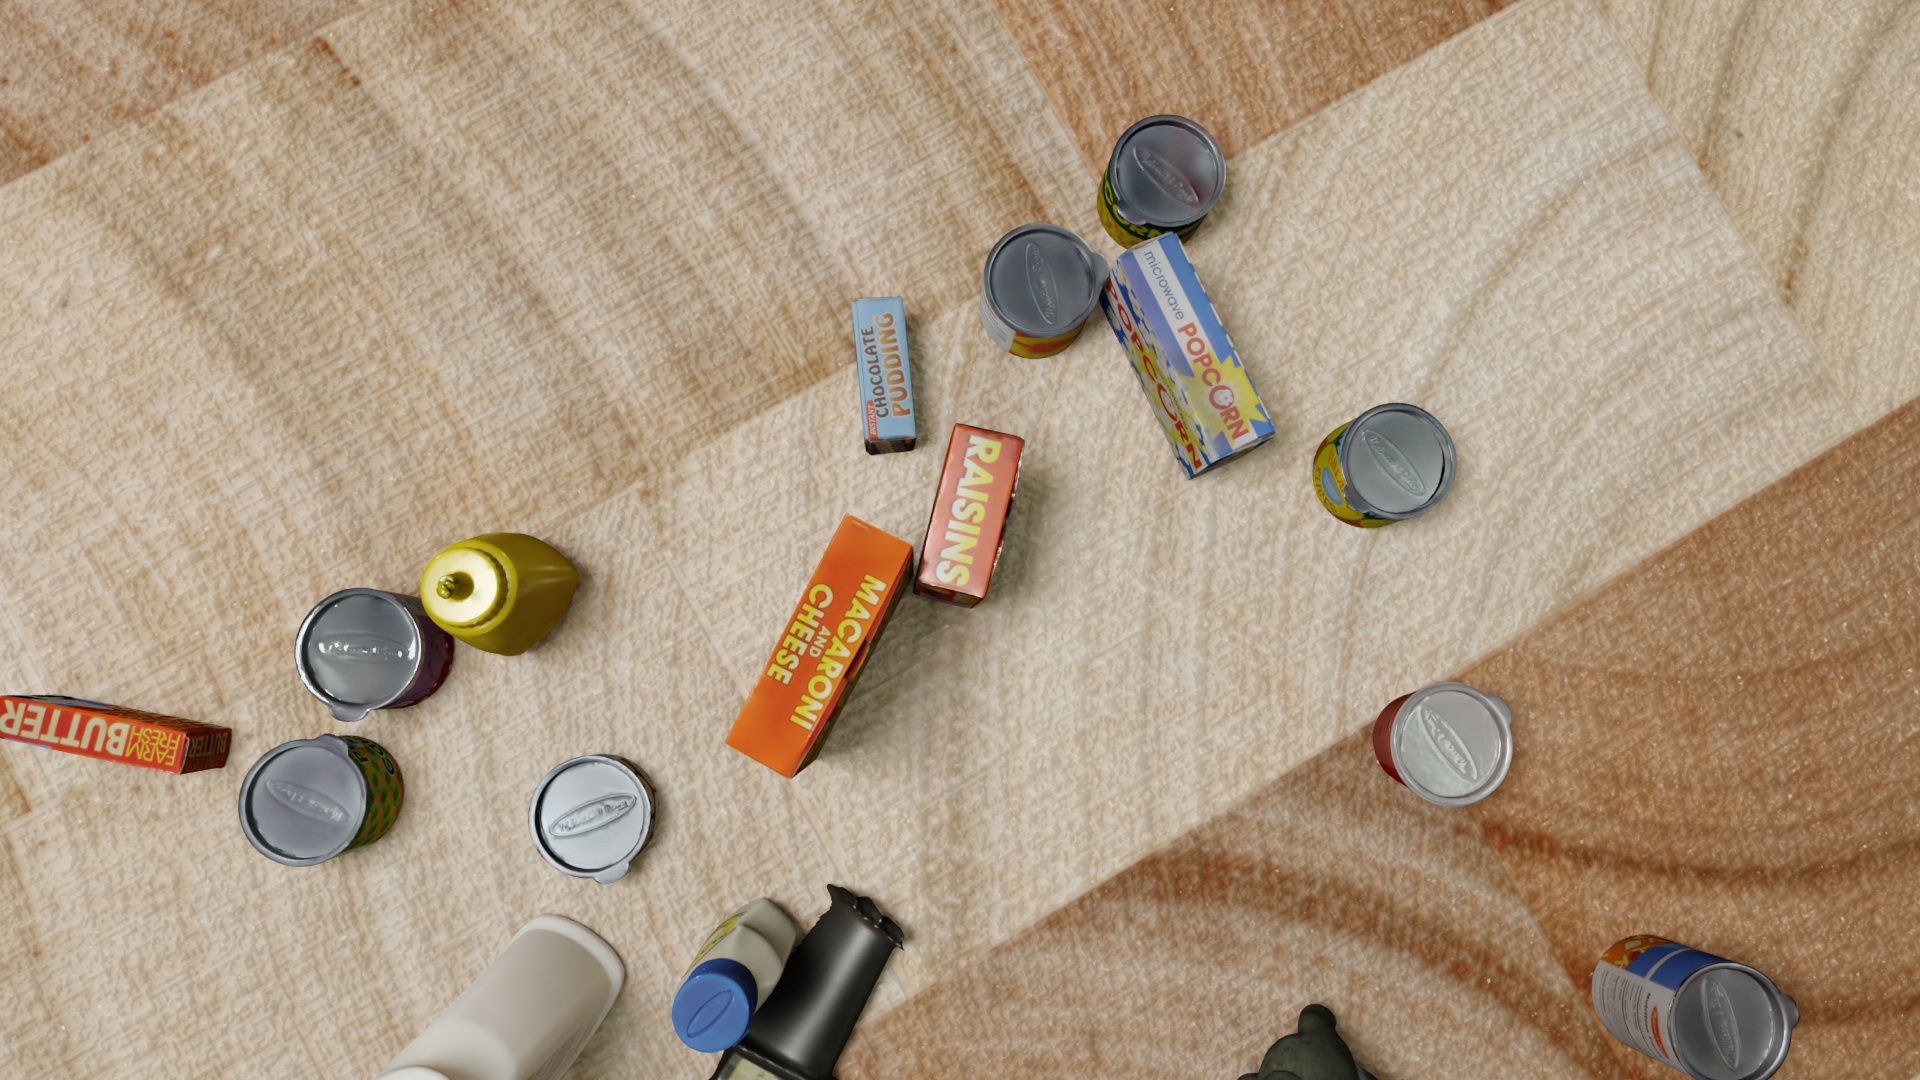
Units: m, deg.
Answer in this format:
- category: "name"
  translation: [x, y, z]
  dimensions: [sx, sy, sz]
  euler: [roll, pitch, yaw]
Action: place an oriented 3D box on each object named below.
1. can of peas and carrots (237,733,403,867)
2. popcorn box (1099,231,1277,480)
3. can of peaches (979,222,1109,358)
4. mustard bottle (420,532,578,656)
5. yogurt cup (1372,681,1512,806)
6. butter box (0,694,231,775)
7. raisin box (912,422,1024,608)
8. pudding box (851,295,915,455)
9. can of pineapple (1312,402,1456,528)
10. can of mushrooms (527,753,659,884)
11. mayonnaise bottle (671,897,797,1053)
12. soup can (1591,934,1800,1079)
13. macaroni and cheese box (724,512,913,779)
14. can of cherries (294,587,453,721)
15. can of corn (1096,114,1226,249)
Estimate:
- category: "can of peas and carrots"
  translation: [-0.344, 0.137, 0.753]
  dimensions: [0.071, 0.058, 0.071]
  euler: [0, 84, -3]
- category: "popcorn box"
  translation: [0.126, -0.102, 0.788]
  dimensions: [0.038, 0.085, 0.126]
  euler: [-25, 86, -5]
- category: "can of peaches"
  translation: [0.047, -0.143, 0.803]
  dimensions: [0.071, 0.058, 0.071]
  euler: [0, 84, -3]
- category: "mustard bottle"
  translation: [-0.243, 0.025, 0.719]
  dimensions: [0.049, 0.160, 0.065]
  euler: [34, 84, 1]
- category: "yogurt cup"
  translation: [0.269, 0.114, 0.787]
  dimensions: [0.072, 0.054, 0.072]
  euler: [0, 84, -3]
- category: "butter box"
  translation: [-0.459, 0.104, 0.754]
  dimensions: [0.103, 0.053, 0.024]
  euler: [12, 84, -1]
- category: "raisin box"
  translation: [0.003, -0.009, 0.753]
  dimensions: [0.040, 0.123, 0.086]
  euler: [15, 84, -1]
- category: "pudding box"
  translation: [-0.044, -0.094, 0.797]
  dimensions: [0.030, 0.049, 0.083]
  euler: [-5, 84, -3]
- category: "can of pineapple"
  translation: [0.241, -0.041, 0.801]
  dimensions: [0.071, 0.058, 0.071]
  euler: [0, 84, -3]
- category: "can of mushrooms"
  translation: [-0.202, 0.154, 0.771]
  dimensions: [0.071, 0.033, 0.071]
  euler: [0, 84, -3]
- category: "mayonnaise bottle"
  translation: [-0.118, 0.223, 0.709]
  dimensions: [0.065, 0.148, 0.041]
  euler: [-44, 88, -6]
- category: "soup can"
  translation: [0.401, 0.257, 0.763]
  dimensions: [0.071, 0.083, 0.071]
  euler: [0, 84, -3]
- category: "macaroni and cheese box"
  translation: [-0.067, 0.056, 0.721]
  dimensions: [0.040, 0.166, 0.124]
  euler: [27, 84, 0]
- category: "can of cherries"
  translation: [-0.321, 0.063, 0.762]
  dimensions: [0.071, 0.058, 0.071]
  euler: [0, 84, -3]
- category: "can of corn"
  translation: [0.114, -0.204, 0.812]
  dimensions: [0.071, 0.058, 0.071]
  euler: [0, 84, -3]
